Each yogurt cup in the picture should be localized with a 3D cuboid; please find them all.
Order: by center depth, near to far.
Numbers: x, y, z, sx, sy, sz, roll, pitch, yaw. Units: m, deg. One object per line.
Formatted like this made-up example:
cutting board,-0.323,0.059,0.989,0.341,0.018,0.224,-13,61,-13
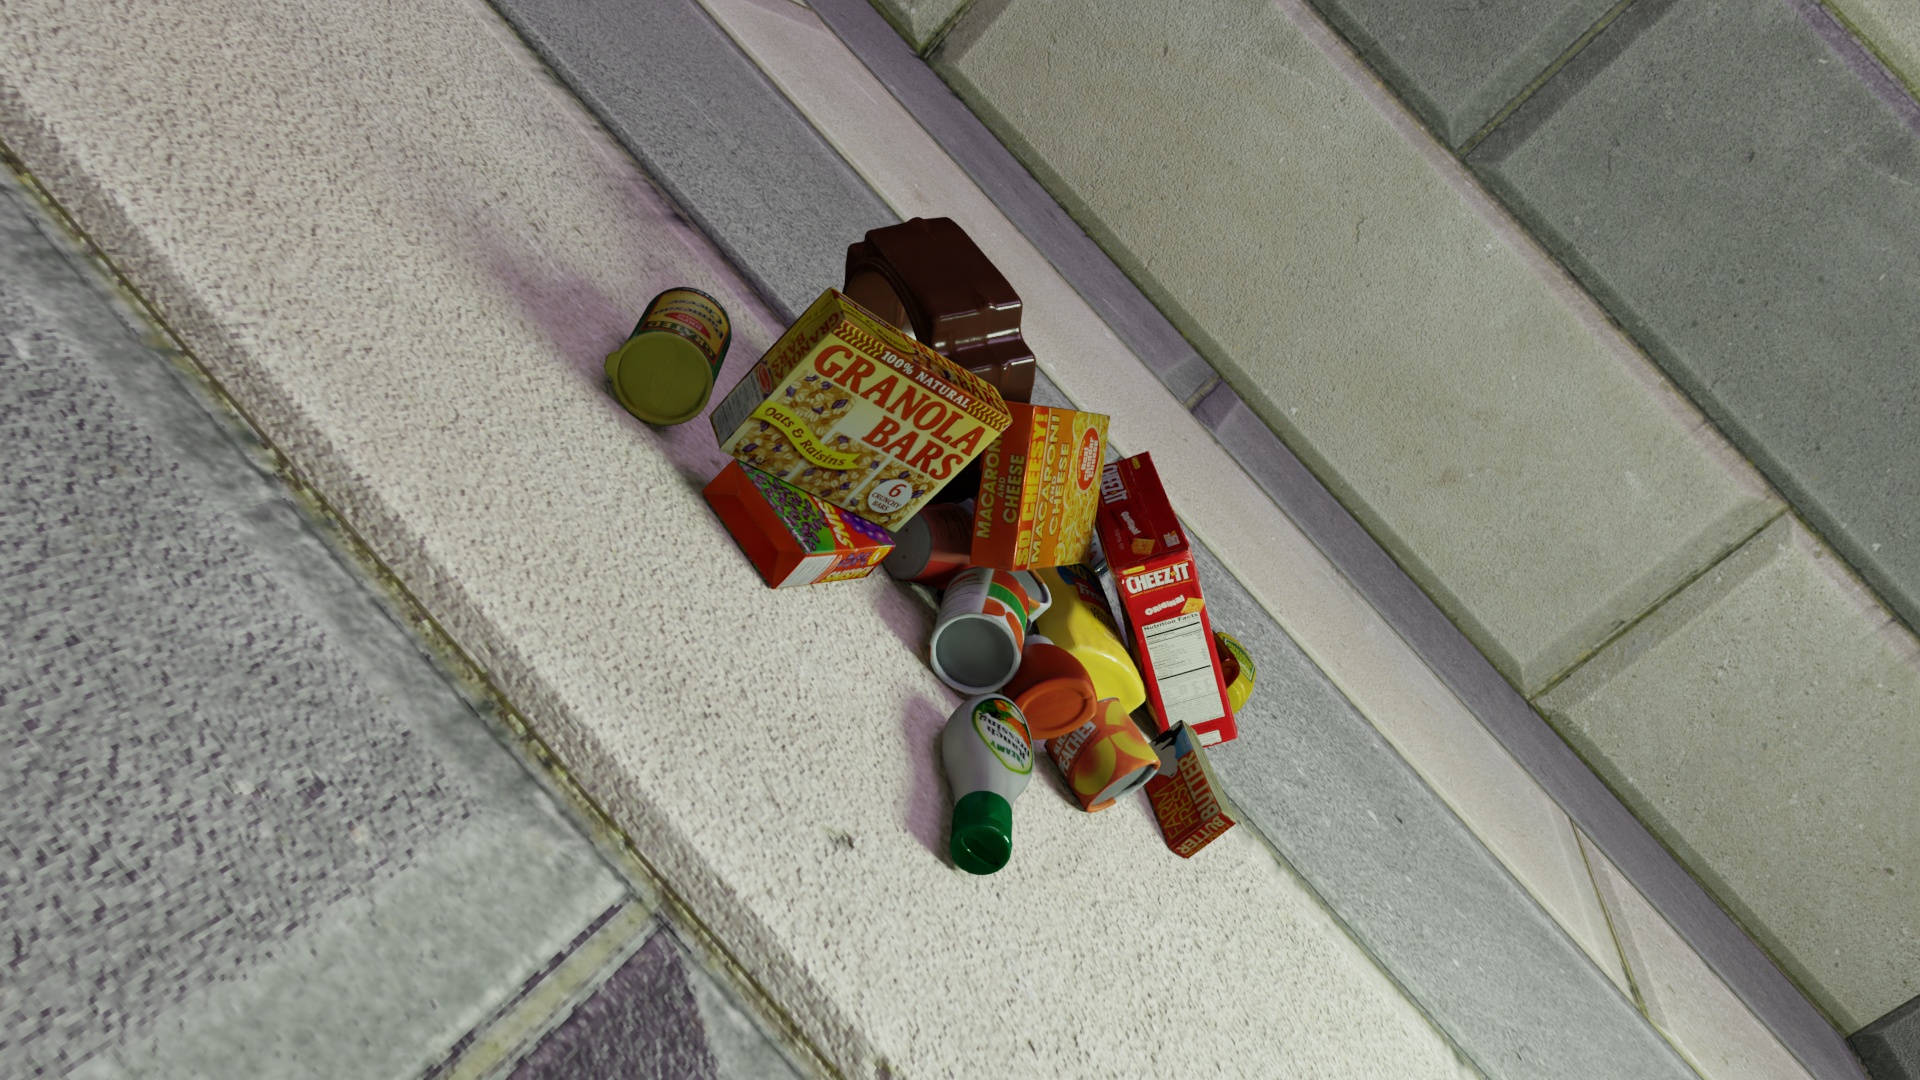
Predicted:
yogurt cup,-0.025,0.004,1.057,0.054,0.072,0.072,5,45,-51

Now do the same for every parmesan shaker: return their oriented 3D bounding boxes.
parmesan shaker,-0.199,-0.130,0.957,0.071,0.071,0.103,40,20,-19

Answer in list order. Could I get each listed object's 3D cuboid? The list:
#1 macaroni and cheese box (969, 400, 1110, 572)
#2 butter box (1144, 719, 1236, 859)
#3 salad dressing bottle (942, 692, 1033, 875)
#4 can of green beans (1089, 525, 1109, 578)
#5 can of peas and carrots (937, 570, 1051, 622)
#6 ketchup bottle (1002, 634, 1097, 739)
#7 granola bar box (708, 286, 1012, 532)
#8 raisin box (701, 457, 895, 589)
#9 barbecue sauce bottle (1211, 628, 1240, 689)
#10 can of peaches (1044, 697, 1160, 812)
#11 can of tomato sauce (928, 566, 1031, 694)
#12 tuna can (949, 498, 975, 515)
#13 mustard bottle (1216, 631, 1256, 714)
macaroni and cheese box,0.063,-0.042,1.069,0.040,0.123,0.167,10,6,24
butter box,0.178,0.197,1.109,0.024,0.053,0.104,37,22,-34
salad dressing bottle,0.016,0.152,0.878,0.064,0.044,0.148,40,21,-14
can of green beans,0.128,0.002,1.368,0.058,0.071,0.071,52,20,16
can of peas and carrots,0.027,0.044,1.091,0.071,0.058,0.071,40,20,-17
ketchup bottle,0.061,0.103,1.025,0.149,0.065,0.043,-102,174,-80
granola bar box,-0.065,-0.083,0.932,0.165,0.124,0.039,26,29,-44
raisin box,-0.108,-0.013,0.953,0.086,0.040,0.123,51,21,15
barbecue sauce bottle,0.215,0.096,1.374,0.043,0.065,0.149,46,7,-38
can of peaches,0.102,0.157,1.014,0.071,0.071,0.058,13,39,-58
can of tomato sauce,0.016,0.066,1.013,0.071,0.071,0.083,43,20,-10
tuna can,0.004,-0.015,1.196,0.071,0.032,0.071,40,20,-18
mustard bottle,0.264,0.143,1.398,0.065,0.048,0.161,44,19,-3
